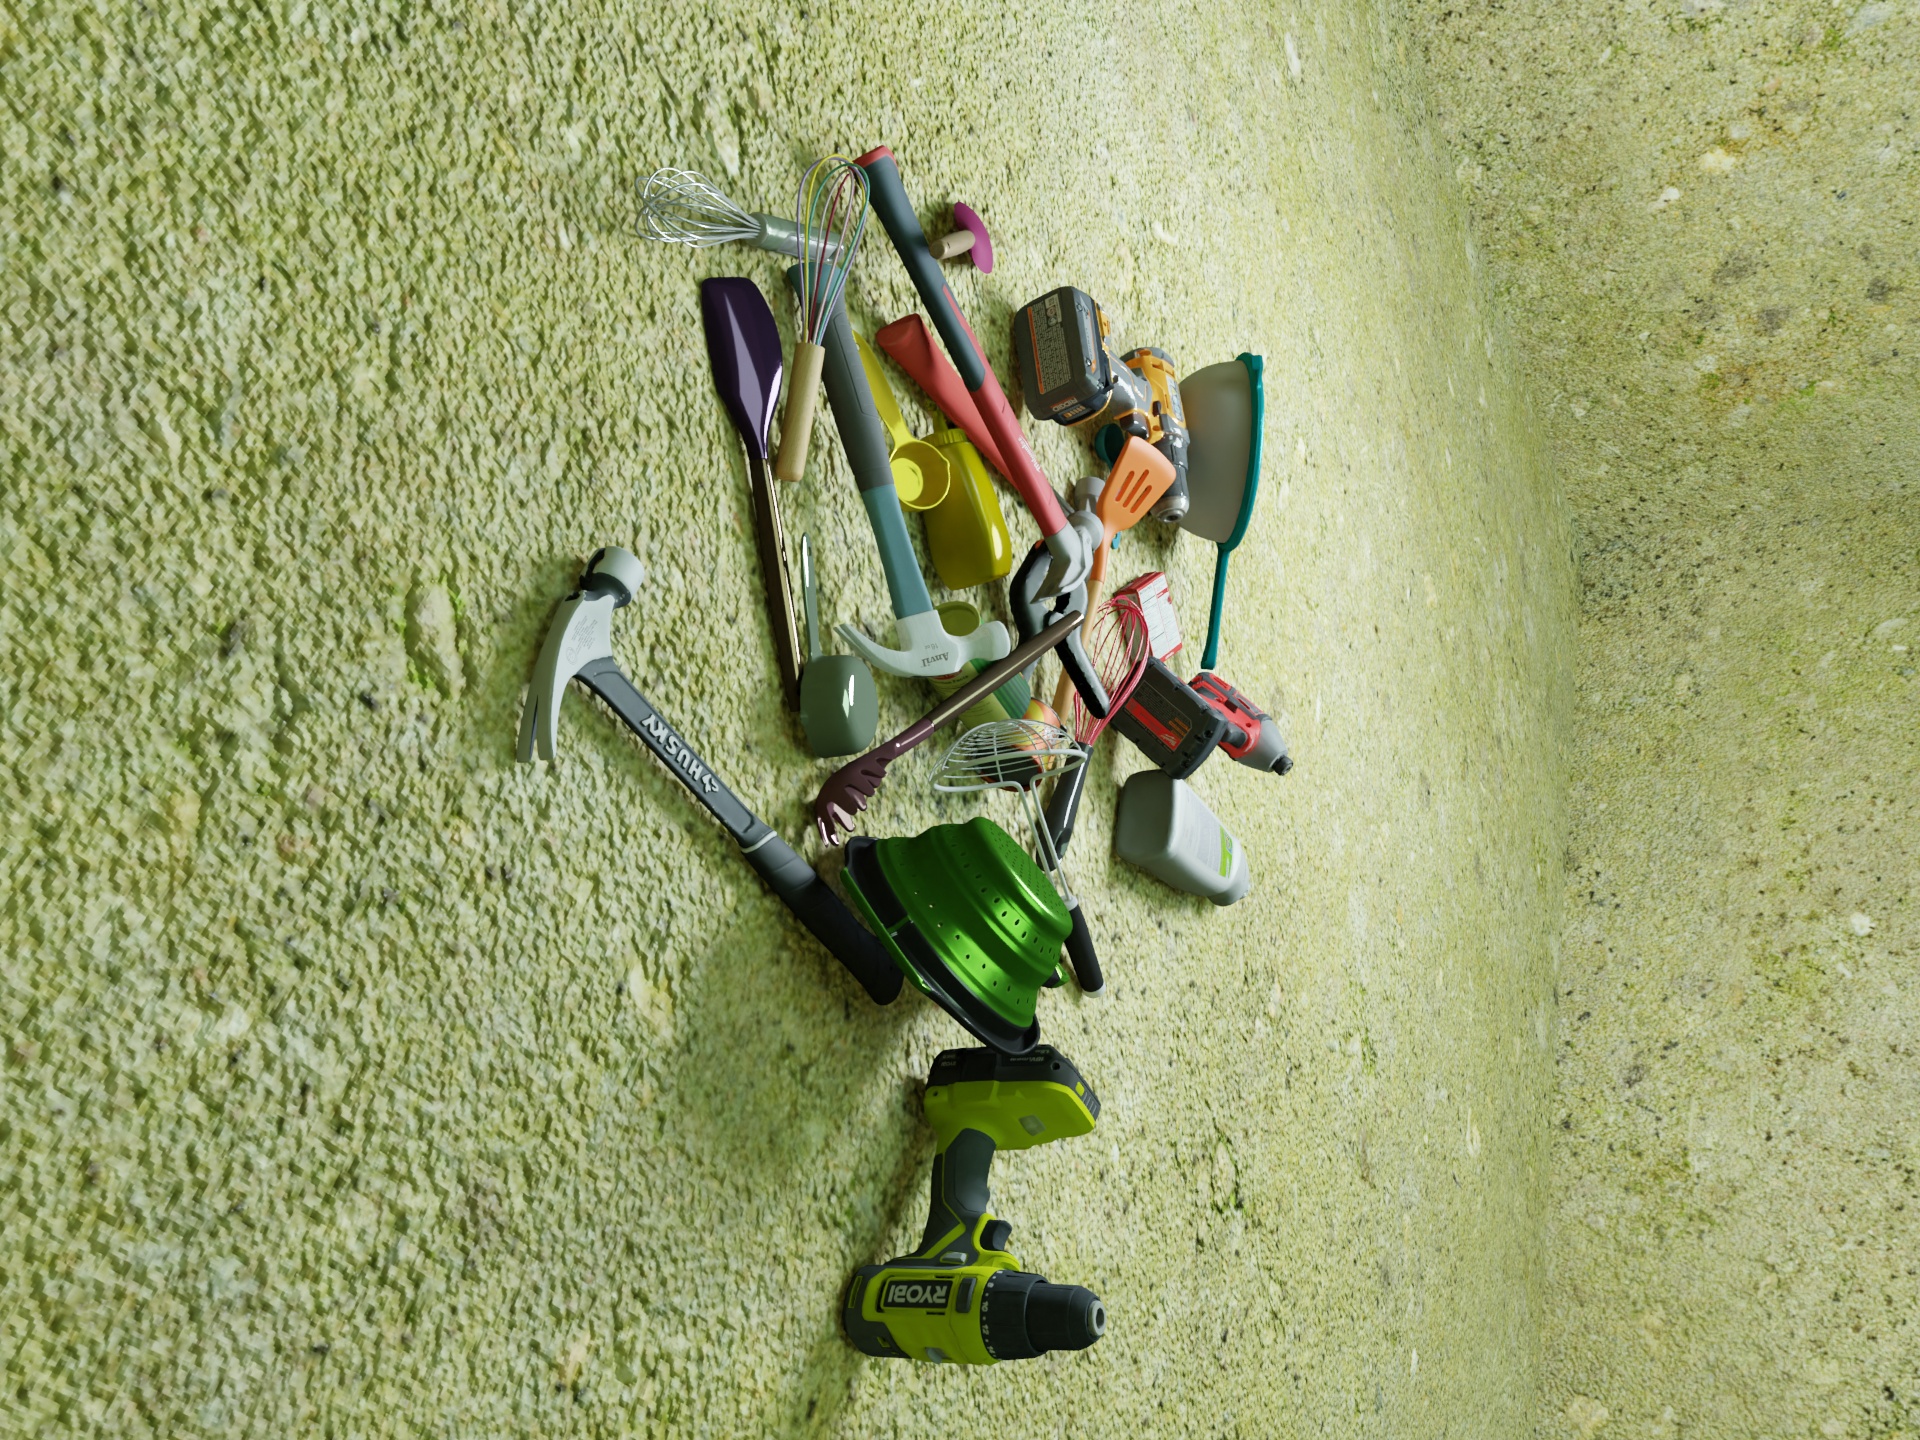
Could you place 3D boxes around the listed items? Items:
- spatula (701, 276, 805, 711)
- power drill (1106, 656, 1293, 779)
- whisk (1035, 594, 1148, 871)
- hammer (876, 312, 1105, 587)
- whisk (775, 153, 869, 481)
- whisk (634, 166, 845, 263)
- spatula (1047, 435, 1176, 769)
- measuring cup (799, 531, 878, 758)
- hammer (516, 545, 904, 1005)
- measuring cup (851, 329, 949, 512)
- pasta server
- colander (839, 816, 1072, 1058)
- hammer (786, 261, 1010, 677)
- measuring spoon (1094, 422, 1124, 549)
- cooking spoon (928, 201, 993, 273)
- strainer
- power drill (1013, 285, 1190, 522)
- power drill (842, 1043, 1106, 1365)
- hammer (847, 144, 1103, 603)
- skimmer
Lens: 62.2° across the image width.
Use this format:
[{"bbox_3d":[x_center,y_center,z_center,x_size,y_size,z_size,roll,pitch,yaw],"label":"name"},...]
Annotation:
[{"bbox_3d":[-0.140,-0.163,1.150,0.059,0.018,0.316,-10,93,-35],"label":"spatula"},{"bbox_3d":[0.254,0.005,1.632,0.078,0.143,0.219,-55,152,18],"label":"power drill"},{"bbox_3d":[0.118,0.008,1.494,0.073,0.073,0.296,45,54,-44],"label":"whisk"},{"bbox_3d":[0.036,-0.236,1.430,0.358,0.037,0.149,39,52,-48],"label":"hammer"},{"bbox_3d":[-0.104,-0.298,1.177,0.047,0.051,0.245,11,89,-73],"label":"whisk"},{"bbox_3d":[-0.153,-0.356,1.150,0.059,0.058,0.246,51,26,12],"label":"whisk"},{"bbox_3d":[0.127,-0.107,1.485,0.081,0.041,0.323,29,72,-44],"label":"spatula"},{"bbox_3d":[-0.091,-0.055,1.163,0.083,0.038,0.167,-36,122,-70],"label":"measuring cup"},{"bbox_3d":[-0.148,0.074,1.076,0.408,0.036,0.149,54,43,-38],"label":"hammer"},{"bbox_3d":[-0.061,-0.241,1.290,0.062,0.029,0.156,-28,95,-29],"label":"measuring cup"},{"bbox_3d":[-0.002,-0.004,1.237,0.040,0.060,0.316,46,55,11],"label":"pasta server"},{"bbox_3d":[0.044,0.157,1.242,0.205,0.094,0.396,53,8,23],"label":"colander"},{"bbox_3d":[-0.066,-0.191,1.221,0.128,0.033,0.331,-17,91,-20],"label":"hammer"},{"bbox_3d":[0.151,-0.240,1.636,0.042,0.021,0.128,-14,104,-53],"label":"measuring spoon"},{"bbox_3d":[0.003,-0.401,1.329,0.319,0.017,0.068,-69,136,-69],"label":"cooking spoon"},{"bbox_3d":[0.249,-0.226,1.709,0.211,0.095,0.340,-107,-158,-81],"label":"strainer"},{"bbox_3d":[0.152,-0.303,1.552,0.226,0.084,0.185,18,59,-51],"label":"power drill"},{"bbox_3d":[0.029,0.355,1.159,0.080,0.190,0.229,56,36,-37],"label":"power drill"},{"bbox_3d":[0.008,-0.281,1.308,0.386,0.038,0.143,61,30,-18],"label":"hammer"},{"bbox_3d":[0.074,0.135,1.350,0.090,0.127,0.362,-89,163,-51],"label":"skimmer"}]
